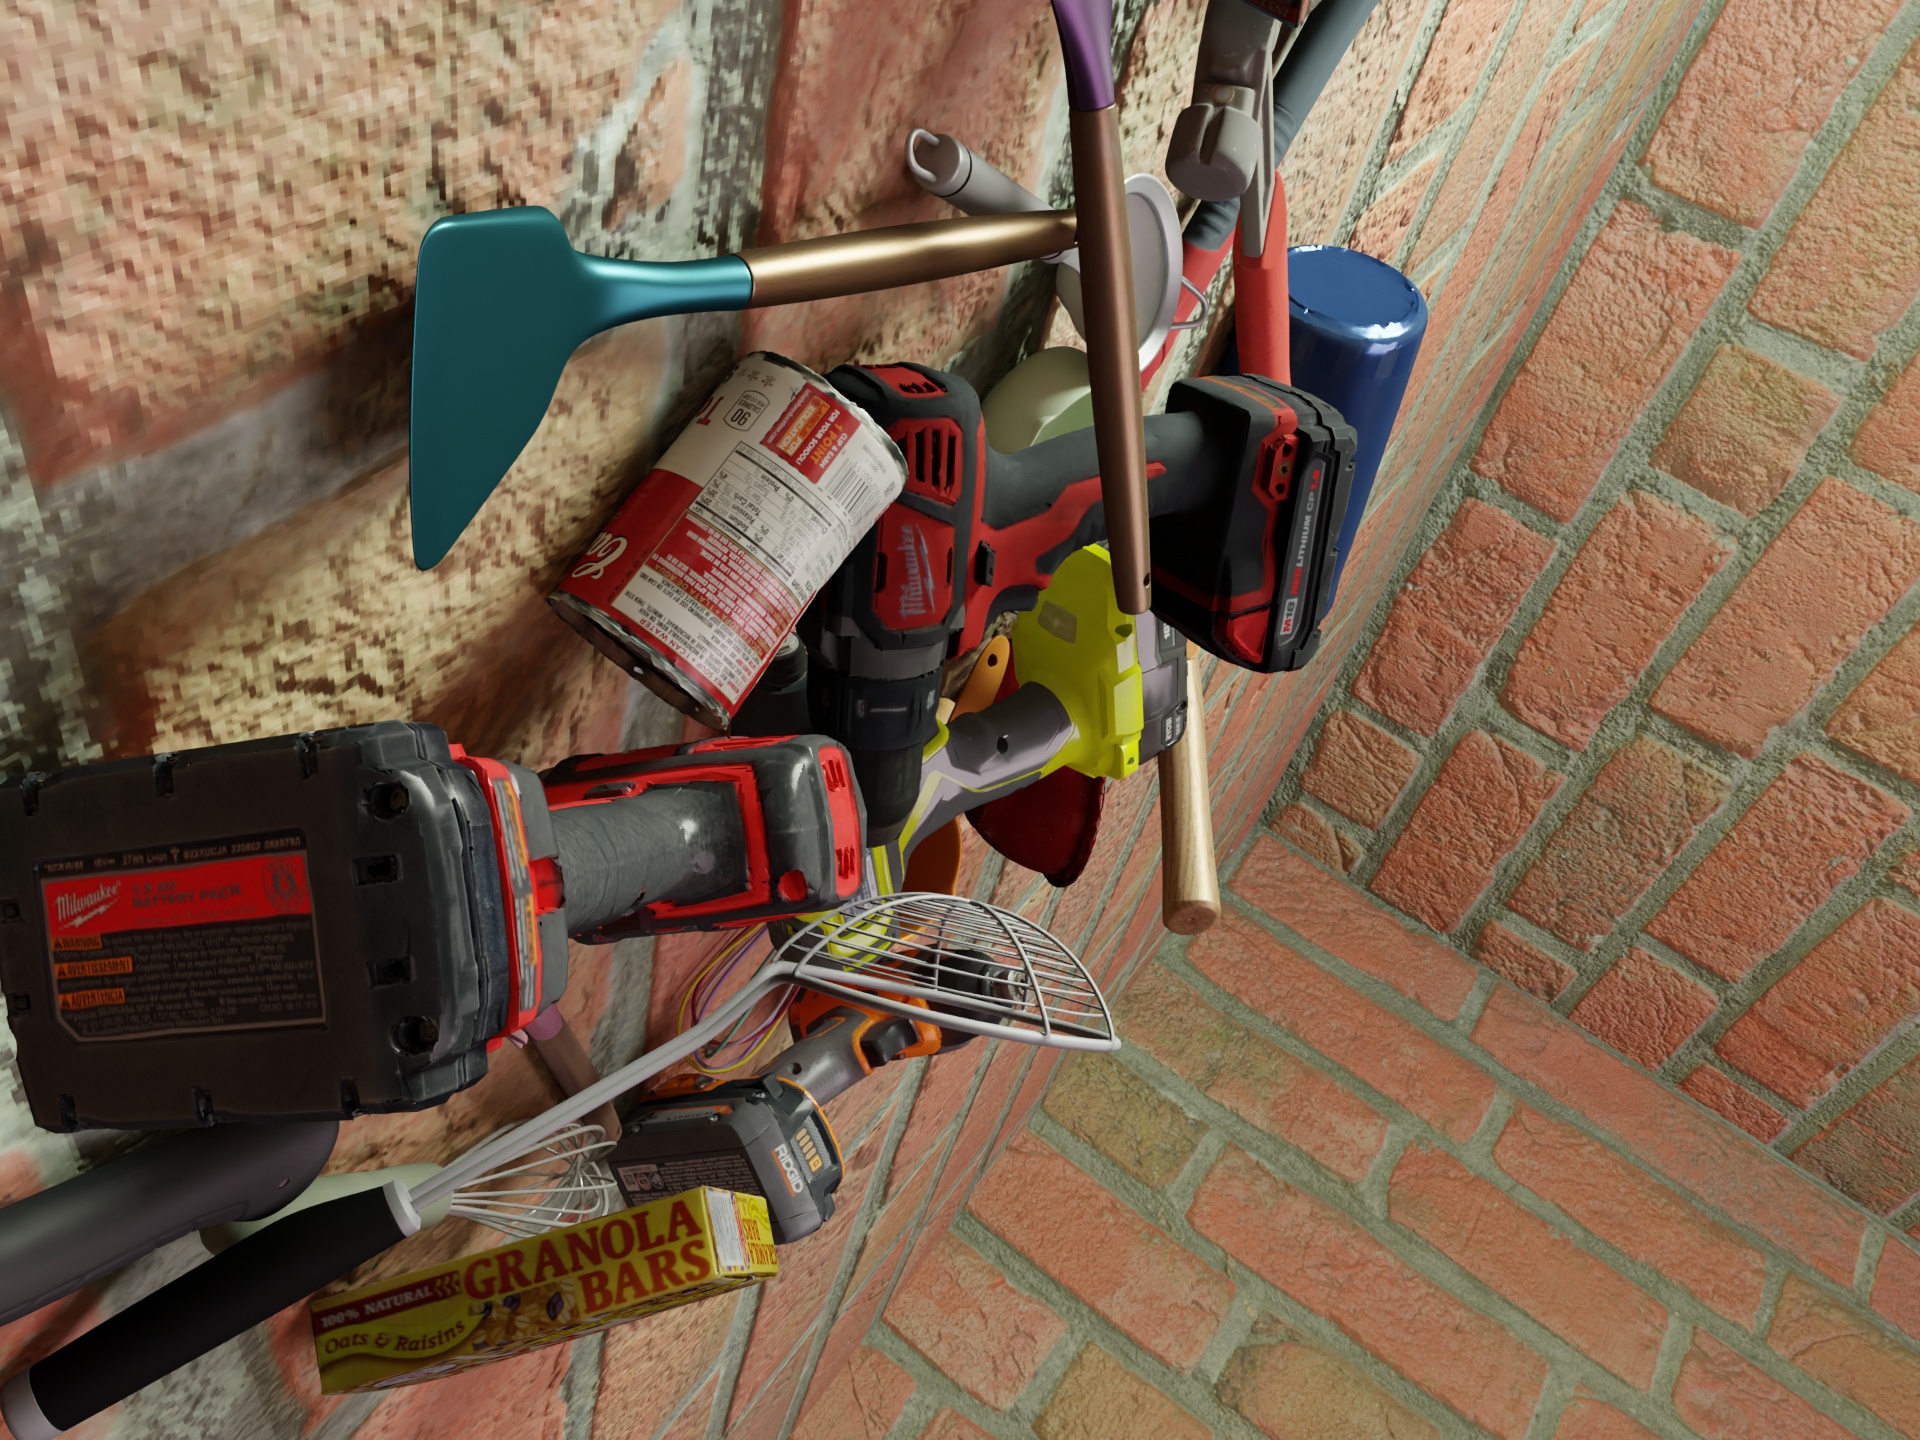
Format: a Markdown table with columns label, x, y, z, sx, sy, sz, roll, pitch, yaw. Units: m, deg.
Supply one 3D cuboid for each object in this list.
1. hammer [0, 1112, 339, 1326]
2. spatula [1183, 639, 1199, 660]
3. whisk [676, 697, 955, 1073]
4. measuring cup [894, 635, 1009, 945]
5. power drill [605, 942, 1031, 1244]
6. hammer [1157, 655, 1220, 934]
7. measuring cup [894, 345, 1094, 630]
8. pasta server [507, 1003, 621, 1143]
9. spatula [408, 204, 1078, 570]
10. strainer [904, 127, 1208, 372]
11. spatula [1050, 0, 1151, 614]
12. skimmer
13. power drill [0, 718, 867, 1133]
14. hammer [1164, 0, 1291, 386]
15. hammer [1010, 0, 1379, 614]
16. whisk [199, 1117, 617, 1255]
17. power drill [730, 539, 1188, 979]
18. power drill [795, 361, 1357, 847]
| label | x | y | z | sx | sy | sz | roll | pitch | yaw |
| --- | --- | --- | --- | --- | --- | --- | --- | --- | --- |
| hammer | -0.270 | 0.144 | 0.360 | 0.146 | 0.035 | 0.334 | -60 | 165 | 16 |
| spatula | 0.084 | -0.040 | 0.923 | 0.081 | 0.041 | 0.323 | -64 | -168 | -3 |
| whisk | -0.071 | 0.081 | 0.849 | 0.245 | 0.047 | 0.051 | -55 | 177 | -23 |
| measuring cup | -0.030 | 0.030 | 0.813 | 0.095 | 0.052 | 0.174 | 38 | 72 | -38 |
| power drill | -0.067 | 0.195 | 0.883 | 0.164 | 0.084 | 0.226 | -17 | -170 | 35 |
| hammer | 0.120 | -0.037 | 0.882 | 0.130 | 0.031 | 0.332 | 105 | -11 | -54 |
| measuring cup | 0.006 | -0.104 | 0.733 | 0.167 | 0.038 | 0.083 | -45 | 163 | 12 |
| pasta server | -0.164 | 0.139 | 0.672 | 0.316 | 0.040 | 0.060 | 96 | 12 | -62 |
| spatula | -0.041 | -0.126 | 0.467 | 0.317 | 0.044 | 0.082 | -29 | 140 | -47 |
| strainer | 0.038 | -0.191 | 0.629 | 0.258 | 0.050 | 0.087 | -3 | 106 | -64 |
| spatula | 0.046 | -0.173 | 0.514 | 0.060 | 0.018 | 0.315 | -43 | 136 | -41 |
| skimmer | -0.116 | 0.157 | 0.535 | 0.363 | 0.090 | 0.127 | -27 | -173 | -18 |
| power drill | -0.128 | 0.042 | 0.426 | 0.219 | 0.143 | 0.078 | -6 | 89 | -71 |
| hammer | 0.139 | -0.216 | 0.726 | 0.358 | 0.037 | 0.149 | 53 | 53 | -70 |
| hammer | 0.119 | -0.226 | 0.813 | 0.386 | 0.038 | 0.143 | -59 | 166 | 8 |
| whisk | -0.206 | 0.185 | 0.626 | 0.058 | 0.059 | 0.246 | -40 | 161 | 5 |
| power drill | -0.001 | -0.002 | 0.722 | 0.223 | 0.080 | 0.171 | -31 | 134 | -28 |
| power drill | 0.038 | -0.049 | 0.635 | 0.226 | 0.080 | 0.187 | -9 | 119 | -29 |
